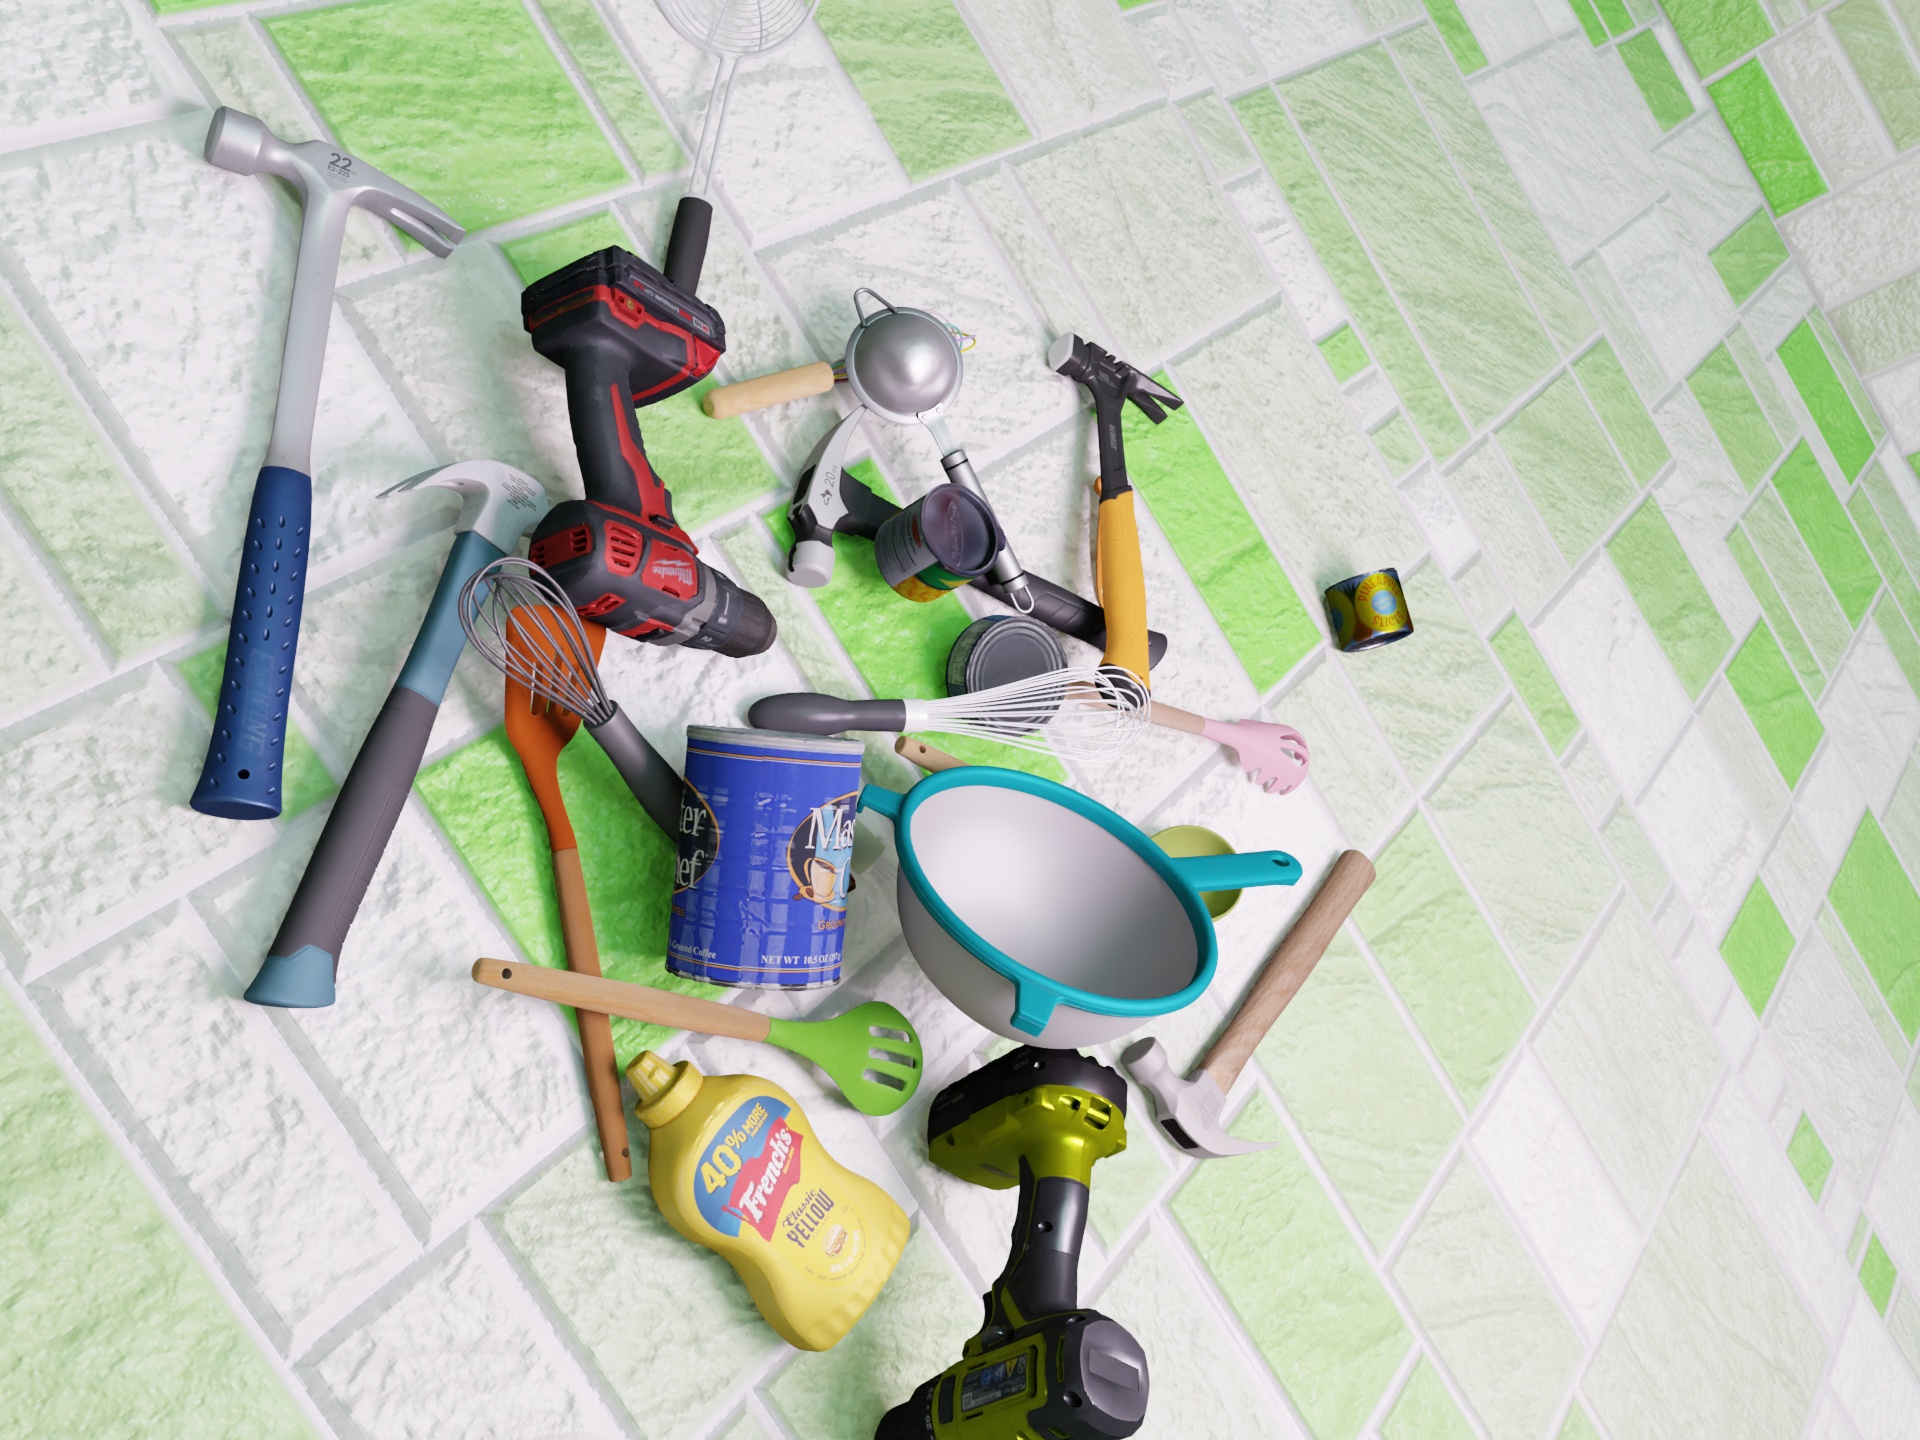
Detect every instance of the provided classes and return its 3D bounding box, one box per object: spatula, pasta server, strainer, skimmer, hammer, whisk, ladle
[{"bbox_3d":[-0.213,0.095,0.897,0.081,0.041,0.323,5,70,-61],"label":"spatula"},{"bbox_3d":[0.161,0.000,1.247,0.316,0.040,0.060,15,65,-30],"label":"pasta server"},{"bbox_3d":[-0.006,-0.192,1.125,0.087,0.050,0.258,-30,100,-17],"label":"strainer"},{"bbox_3d":[-0.175,-0.425,1.096,0.127,0.090,0.363,8,68,-2],"label":"skimmer"},{"bbox_3d":[-0.362,-0.143,0.873,0.144,0.035,0.406,14,65,-34],"label":"hammer"},{"bbox_3d":[0.090,0.128,1.006,0.340,0.095,0.211,1,38,-42],"label":"strainer"},{"bbox_3d":[0.245,0.208,1.229,0.130,0.031,0.331,55,49,-8],"label":"hammer"},{"bbox_3d":[-0.298,0.001,0.858,0.128,0.033,0.331,42,53,-44],"label":"hammer"},{"bbox_3d":[-0.002,-0.002,1.063,0.284,0.070,0.070,0,73,-20],"label":"whisk"},{"bbox_3d":[0.024,-0.111,1.172,0.334,0.035,0.146,23,61,-31],"label":"hammer"},{"bbox_3d":[-0.202,0.000,0.890,0.238,0.055,0.055,60,42,-41],"label":"whisk"},{"bbox_3d":[0.128,-0.152,1.238,0.127,0.034,0.337,23,51,-30],"label":"hammer"},{"bbox_3d":[-0.051,0.096,1.021,0.246,0.058,0.059,45,14,-8],"label":"whisk"},{"bbox_3d":[0.083,0.070,1.108,0.319,0.062,0.078,27,55,-37],"label":"ladle"},{"bbox_3d":[-0.083,-0.251,1.141,0.245,0.051,0.047,-25,69,-38],"label":"whisk"}]

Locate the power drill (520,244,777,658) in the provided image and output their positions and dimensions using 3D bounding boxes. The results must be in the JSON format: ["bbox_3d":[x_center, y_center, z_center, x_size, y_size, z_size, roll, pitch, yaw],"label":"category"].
[{"bbox_3d":[-0.185,-0.151,0.974,0.187,0.080,0.227,23,55,-57],"label":"power drill"}]

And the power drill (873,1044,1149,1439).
[{"bbox_3d":[0.025,0.321,0.928,0.080,0.190,0.229,32,42,-26],"label":"power drill"}]

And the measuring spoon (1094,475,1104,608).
[{"bbox_3d":[0.114,-0.142,1.274,0.021,0.011,0.117,14,69,-35],"label":"measuring spoon"}]

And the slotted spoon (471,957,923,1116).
[{"bbox_3d":[-0.135,0.175,0.916,0.313,0.031,0.070,22,65,-37],"label":"slotted spoon"}]
